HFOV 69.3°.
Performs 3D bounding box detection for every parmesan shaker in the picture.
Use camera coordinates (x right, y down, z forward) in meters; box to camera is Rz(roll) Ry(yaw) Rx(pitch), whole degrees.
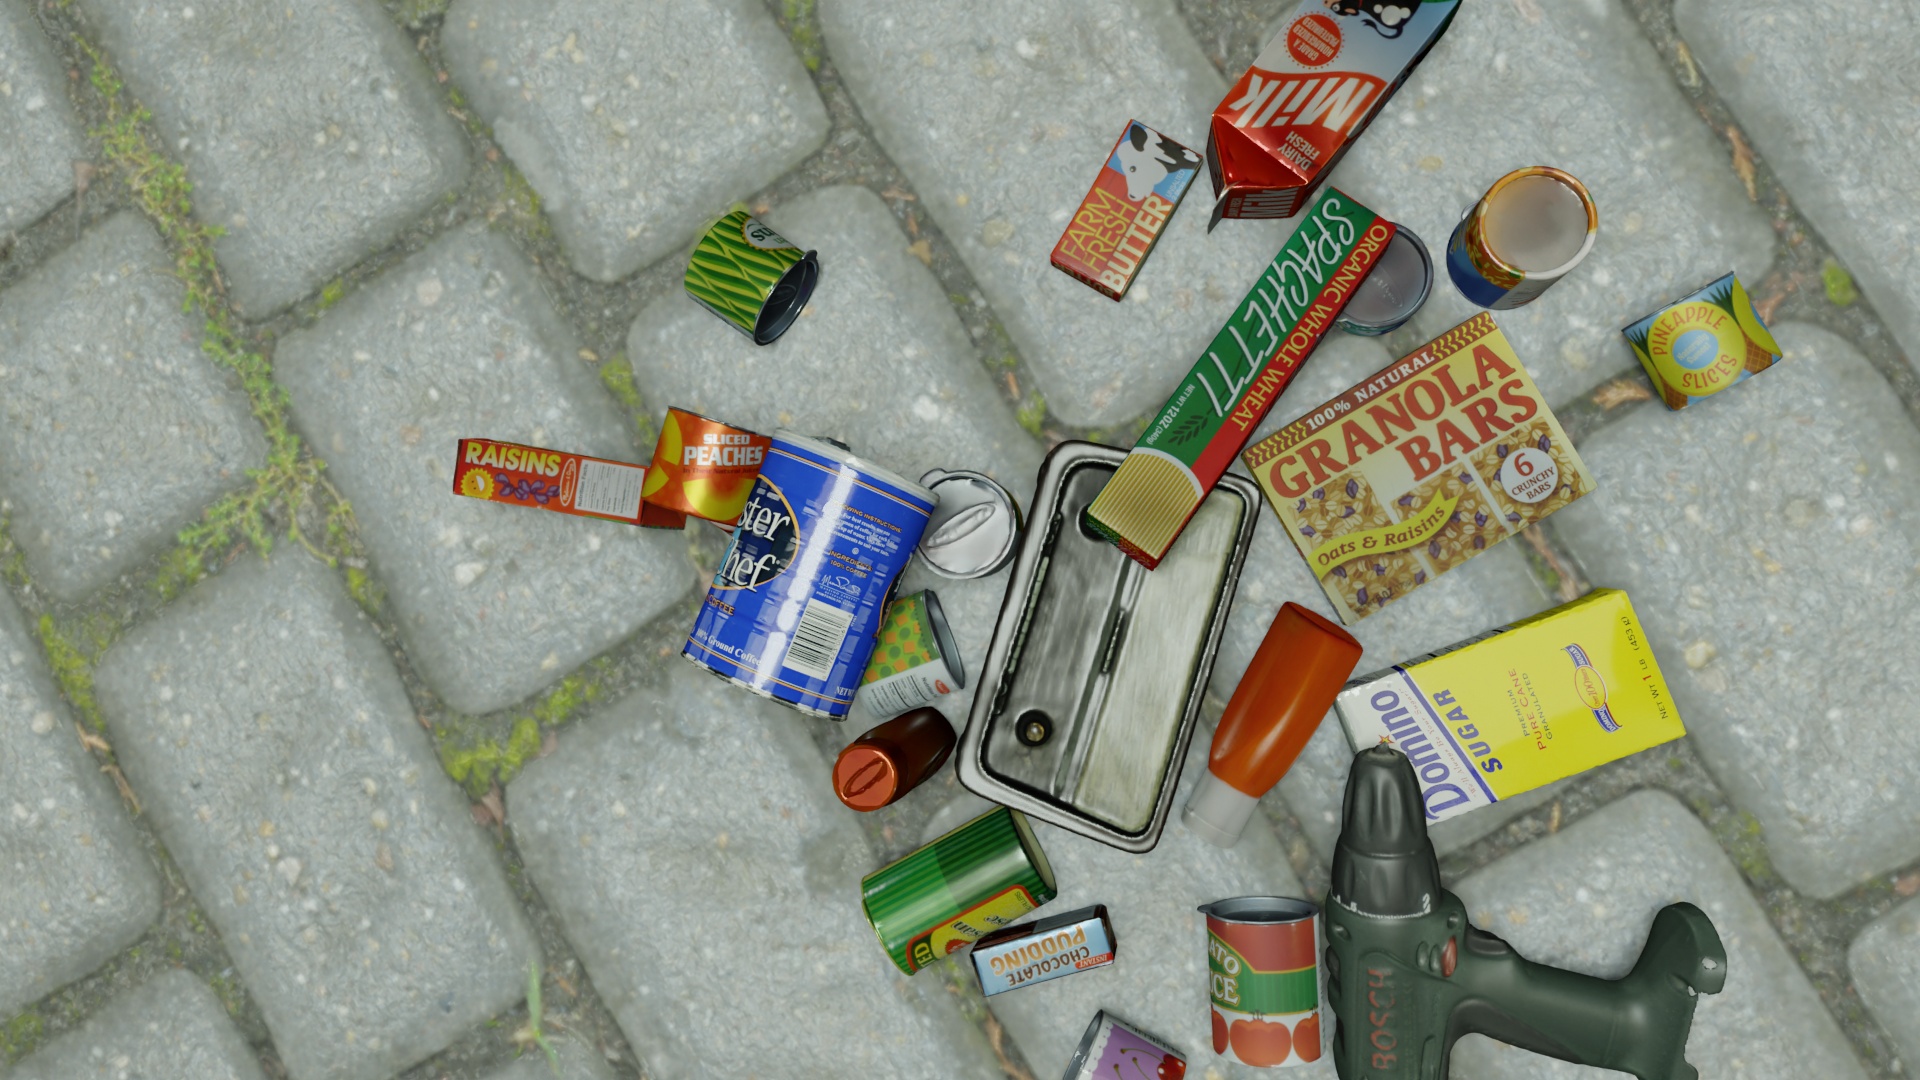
[{"bbox_3d":[-0.001,0.210,0.844,0.103,0.071,0.071,-29,84,5],"label":"parmesan shaker"}]

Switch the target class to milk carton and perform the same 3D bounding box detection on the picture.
[{"bbox_3d":[0.212,-0.267,0.840,0.073,0.072,0.190,40,93,7],"label":"milk carton"}]

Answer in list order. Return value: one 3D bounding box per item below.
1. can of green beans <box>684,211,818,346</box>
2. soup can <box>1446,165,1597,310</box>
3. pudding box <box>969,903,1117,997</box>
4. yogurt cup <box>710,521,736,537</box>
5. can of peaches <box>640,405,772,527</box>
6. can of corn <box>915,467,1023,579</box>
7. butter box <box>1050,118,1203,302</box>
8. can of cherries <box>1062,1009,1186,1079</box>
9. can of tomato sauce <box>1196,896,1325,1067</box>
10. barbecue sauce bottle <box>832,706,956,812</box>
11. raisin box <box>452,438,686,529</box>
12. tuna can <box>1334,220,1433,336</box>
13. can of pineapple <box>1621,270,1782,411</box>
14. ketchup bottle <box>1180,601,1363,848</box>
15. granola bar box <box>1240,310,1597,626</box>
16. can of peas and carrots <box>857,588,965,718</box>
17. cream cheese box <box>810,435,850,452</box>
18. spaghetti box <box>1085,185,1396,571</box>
[{"bbox_3d":[-0.133,-0.167,0.883,0.058,0.071,0.071,35,92,8],"label":"can of green beans"},{"bbox_3d":[0.326,-0.178,0.814,0.071,0.084,0.071,0,87,8],"label":"soup can"},{"bbox_3d":[0.051,0.249,0.847,0.084,0.049,0.030,-16,84,6],"label":"pudding box"},{"bbox_3d":[-0.135,-0.032,0.883,0.072,0.054,0.072,0,87,7],"label":"yogurt cup"},{"bbox_3d":[-0.149,-0.043,0.821,0.071,0.071,0.058,17,91,8],"label":"can of peaches"},{"bbox_3d":[0.003,-0.011,0.862,0.071,0.058,0.071,0,88,8],"label":"can of corn"},{"bbox_3d":[0.104,-0.207,0.875,0.053,0.024,0.103,31,92,7],"label":"butter box"},{"bbox_3d":[0.094,0.326,0.828,0.058,0.071,0.071,27,91,7],"label":"can of cherries"},{"bbox_3d":[0.178,0.259,0.821,0.071,0.071,0.083,-3,88,7],"label":"can of tomato sauce"},{"bbox_3d":[-0.042,0.130,0.815,0.065,0.148,0.044,-40,83,4],"label":"barbecue sauce bottle"},{"bbox_3d":[-0.244,-0.036,0.881,0.123,0.086,0.040,9,91,8],"label":"raisin box"},{"bbox_3d":[0.250,-0.158,0.849,0.071,0.033,0.071,0,87,8],"label":"tuna can"},{"bbox_3d":[0.429,-0.114,0.805,0.071,0.071,0.058,-28,84,6],"label":"can of pineapple"},{"bbox_3d":[0.182,0.113,0.832,0.043,0.065,0.148,24,100,-19],"label":"ketchup bottle"},{"bbox_3d":[0.272,-0.042,0.837,0.165,0.039,0.124,-30,84,5],"label":"granola bar box"},{"bbox_3d":[-0.037,0.069,0.861,0.059,0.071,0.071,-21,85,7],"label":"can of peas and carrots"},{"bbox_3d":[-0.089,-0.012,0.876,0.024,0.053,0.104,1,87,10],"label":"cream cheese box"},{"bbox_3d":[0.163,-0.097,0.802,0.050,0.028,0.250,35,81,11],"label":"spaghetti box"}]
